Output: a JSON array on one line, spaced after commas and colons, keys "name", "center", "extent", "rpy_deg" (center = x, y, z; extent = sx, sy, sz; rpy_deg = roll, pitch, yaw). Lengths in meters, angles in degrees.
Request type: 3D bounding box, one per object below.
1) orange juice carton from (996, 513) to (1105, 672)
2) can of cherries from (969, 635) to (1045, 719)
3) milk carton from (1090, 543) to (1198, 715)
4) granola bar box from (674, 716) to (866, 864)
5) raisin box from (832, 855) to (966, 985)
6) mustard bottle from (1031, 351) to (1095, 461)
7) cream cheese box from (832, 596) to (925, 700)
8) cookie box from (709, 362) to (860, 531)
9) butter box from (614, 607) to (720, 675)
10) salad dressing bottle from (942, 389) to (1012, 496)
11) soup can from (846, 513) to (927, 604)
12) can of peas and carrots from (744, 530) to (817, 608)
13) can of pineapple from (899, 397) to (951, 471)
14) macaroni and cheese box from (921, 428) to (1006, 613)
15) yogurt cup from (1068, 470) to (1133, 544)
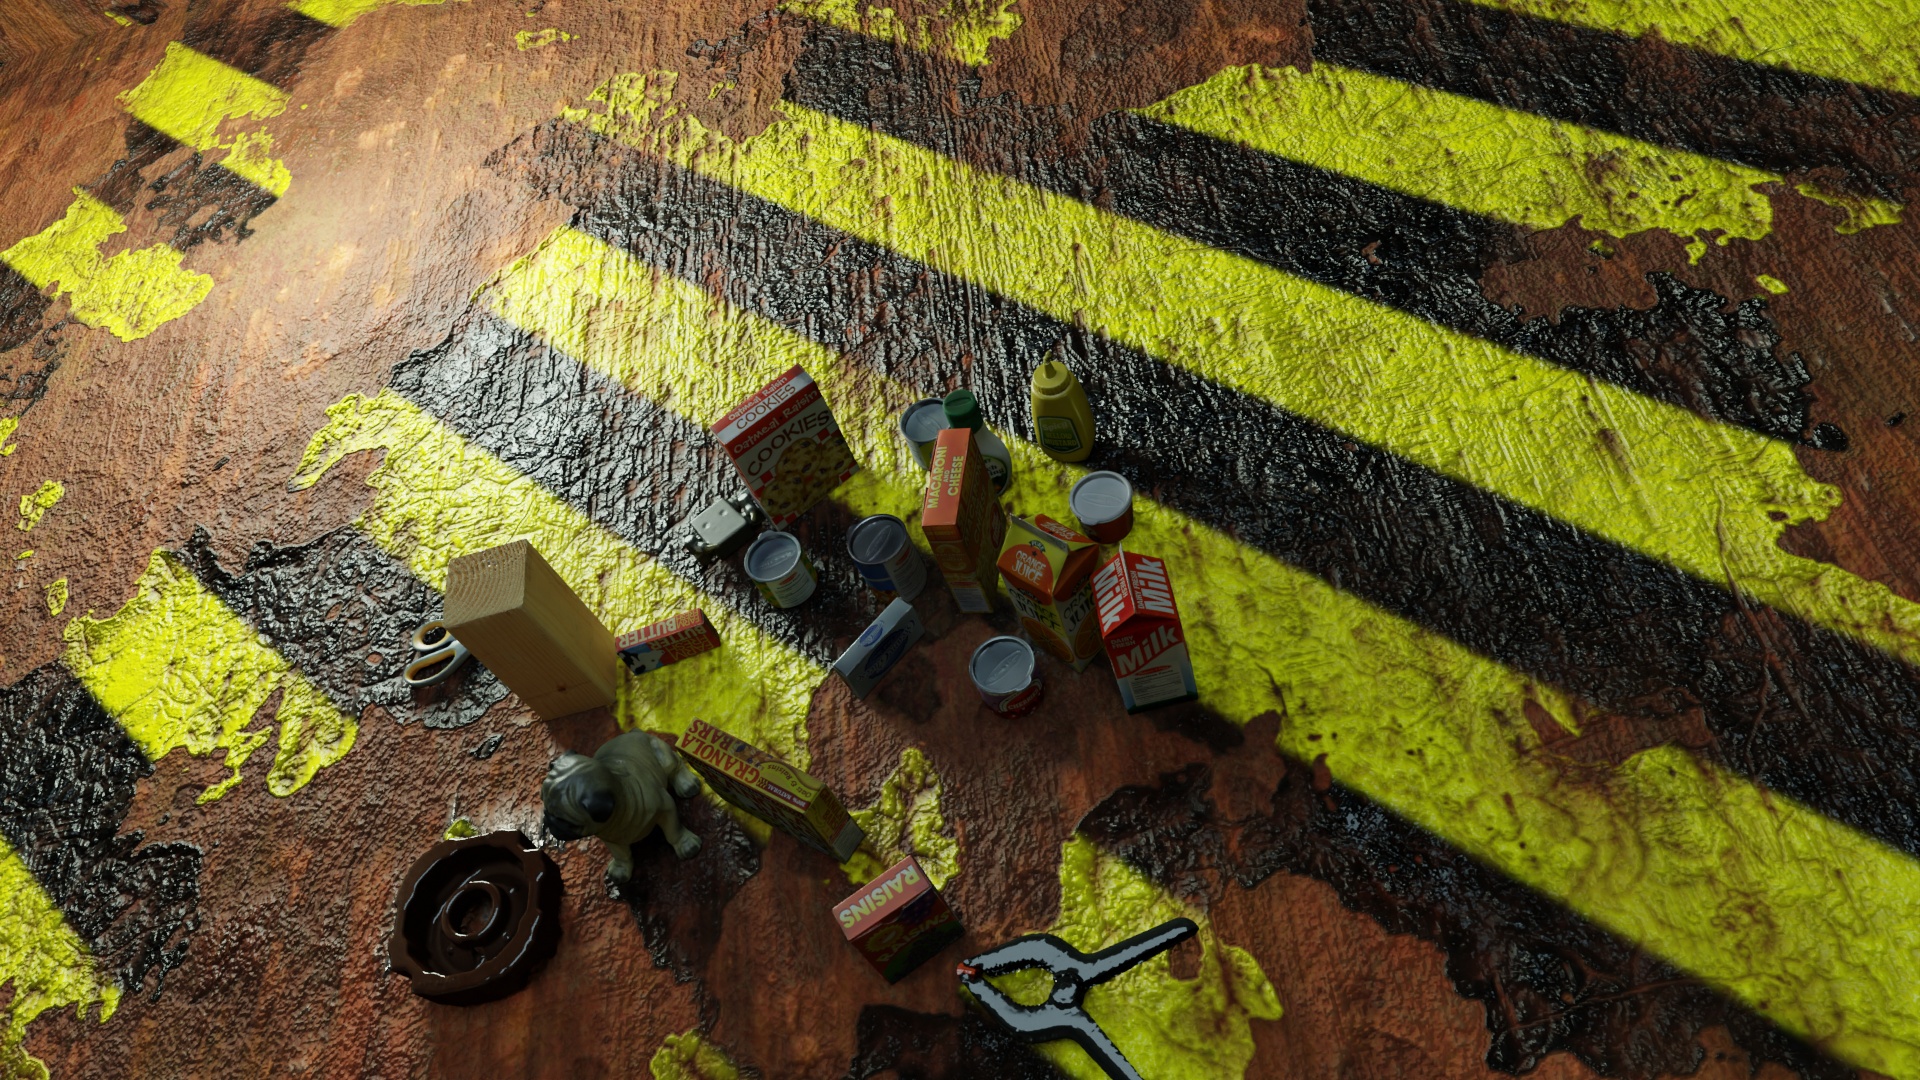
[{"name": "orange juice carton", "center": [0.095, 0.042, 1.360], "extent": [0.072, 0.191, 0.073], "rpy_deg": [30, 69, 33]}, {"name": "can of cherries", "center": [0.049, 0.139, 1.390], "extent": [0.071, 0.058, 0.072], "rpy_deg": [-8, 53, 12]}, {"name": "milk carton", "center": [0.171, 0.083, 1.309], "extent": [0.073, 0.189, 0.073], "rpy_deg": [-14, 52, 7]}, {"name": "granola bar box", "center": [-0.185, 0.243, 1.346], "extent": [0.166, 0.123, 0.039], "rpy_deg": [21, 64, 29]}, {"name": "raisin box", "center": [-0.053, 0.340, 1.235], "extent": [0.086, 0.123, 0.040], "rpy_deg": [-33, 52, -7]}, {"name": "mustard bottle", "center": [0.106, -0.149, 1.516], "extent": [0.065, 0.159, 0.049], "rpy_deg": [3, 57, 20]}, {"name": "cream cheese box", "center": [-0.084, 0.113, 1.454], "extent": [0.024, 0.053, 0.104], "rpy_deg": [32, 69, 33]}, {"name": "cookie box", "center": [-0.197, -0.104, 1.574], "extent": [0.123, 0.166, 0.040], "rpy_deg": [-38, 53, -11]}, {"name": "butter box", "center": [-0.322, 0.111, 1.530], "extent": [0.103, 0.053, 0.024], "rpy_deg": [-20, 52, 3]}, {"name": "salad dressing bottle", "center": [0.016, -0.105, 1.521], "extent": [0.064, 0.147, 0.044], "rpy_deg": [-13, 53, 9]}, {"name": "soup can", "center": [-0.080, 0.020, 1.501], "extent": [0.071, 0.083, 0.072], "rpy_deg": [-9, 53, 12]}, {"name": "can of peas and carrots", "center": [-0.200, 0.032, 1.546], "extent": [0.071, 0.058, 0.071], "rpy_deg": [-8, 53, 12]}, {"name": "can of pineapple", "center": [-0.029, -0.123, 1.605], "extent": [0.071, 0.057, 0.071], "rpy_deg": [-8, 53, 12]}, {"name": "macaroni and cheese box", "center": [0.005, -0.018, 1.449], "extent": [0.040, 0.165, 0.124], "rpy_deg": [-2, 55, 16]}, {"name": "yogurt cup", "center": [0.154, -0.033, 1.484], "extent": [0.072, 0.053, 0.073], "rpy_deg": [-8, 53, 12]}]
